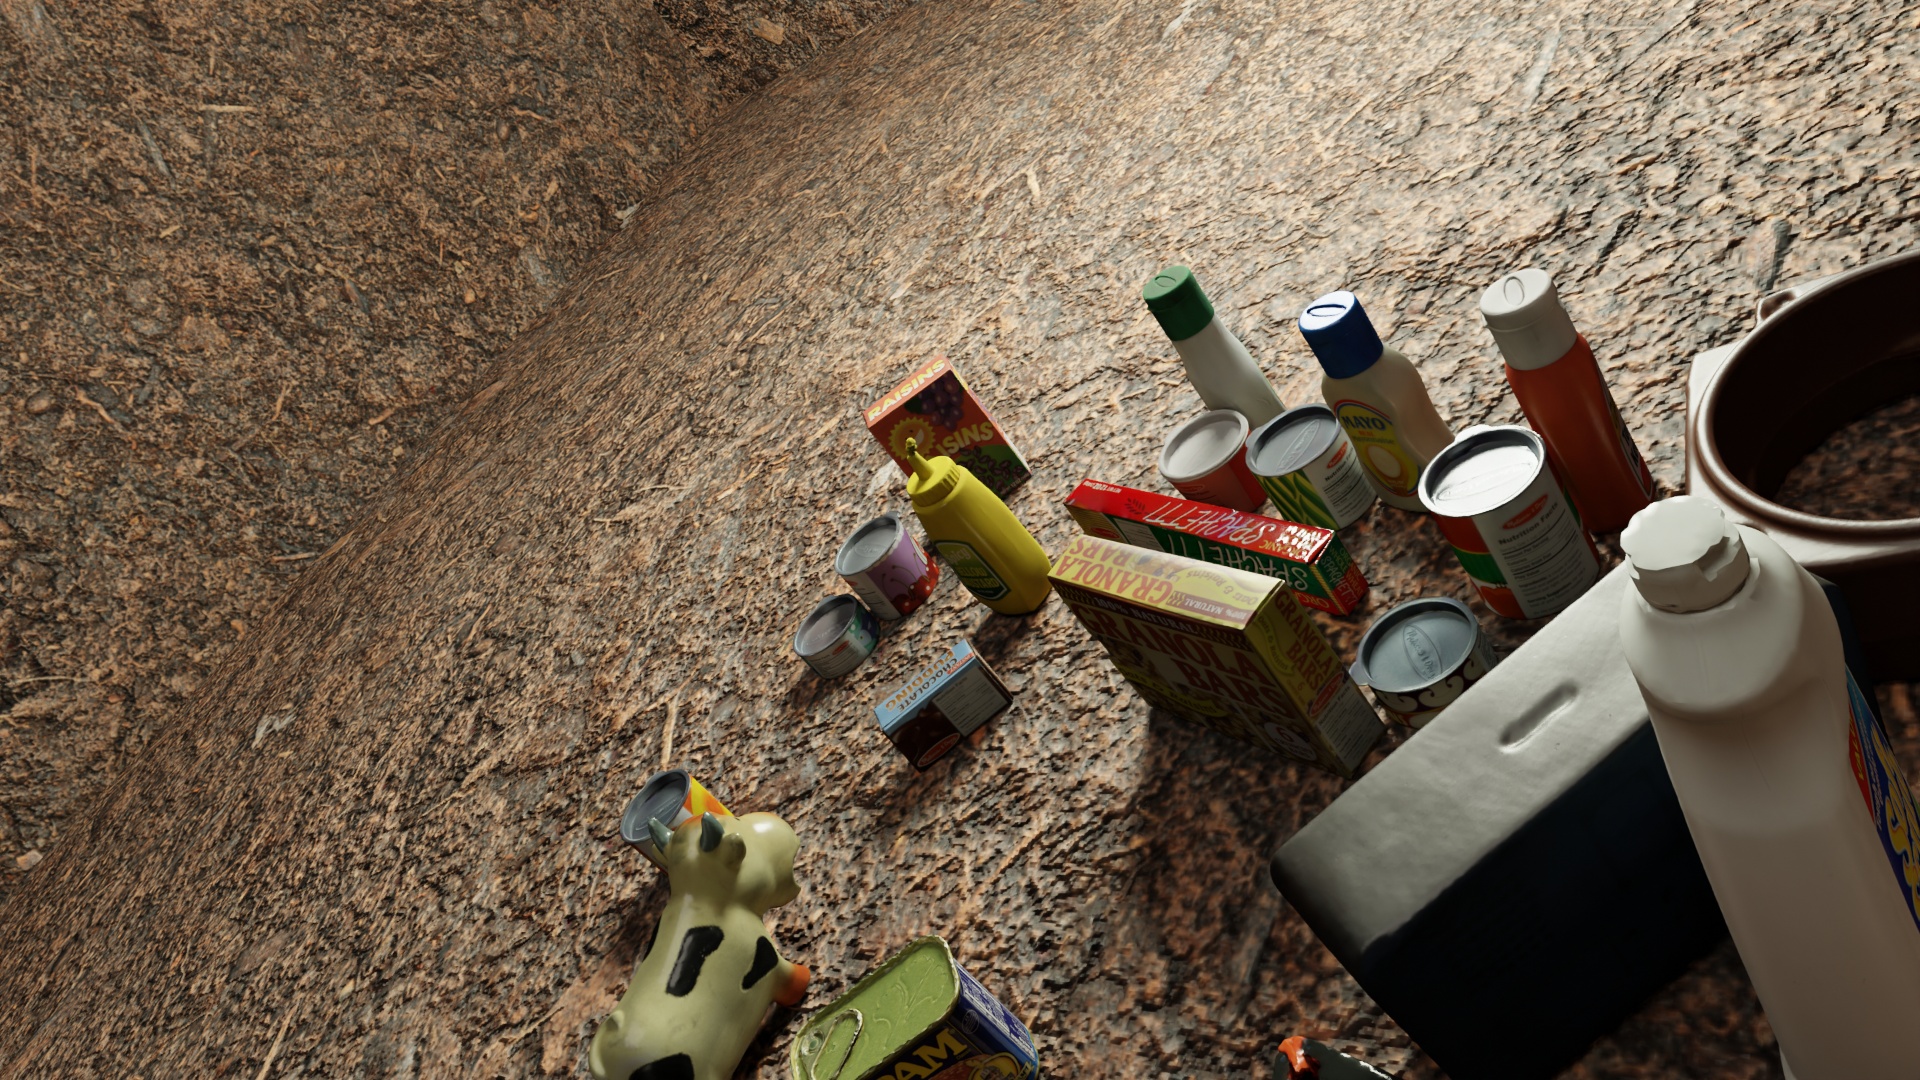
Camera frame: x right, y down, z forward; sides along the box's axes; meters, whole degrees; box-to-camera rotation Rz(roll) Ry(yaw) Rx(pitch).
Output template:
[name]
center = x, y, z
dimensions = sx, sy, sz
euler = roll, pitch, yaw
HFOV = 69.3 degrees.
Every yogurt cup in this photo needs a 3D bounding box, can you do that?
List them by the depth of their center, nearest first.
[yogurt cup]
center = 0.178, -0.048, 0.956
dimensions = 0.072, 0.054, 0.073
euler = -29, 30, 19

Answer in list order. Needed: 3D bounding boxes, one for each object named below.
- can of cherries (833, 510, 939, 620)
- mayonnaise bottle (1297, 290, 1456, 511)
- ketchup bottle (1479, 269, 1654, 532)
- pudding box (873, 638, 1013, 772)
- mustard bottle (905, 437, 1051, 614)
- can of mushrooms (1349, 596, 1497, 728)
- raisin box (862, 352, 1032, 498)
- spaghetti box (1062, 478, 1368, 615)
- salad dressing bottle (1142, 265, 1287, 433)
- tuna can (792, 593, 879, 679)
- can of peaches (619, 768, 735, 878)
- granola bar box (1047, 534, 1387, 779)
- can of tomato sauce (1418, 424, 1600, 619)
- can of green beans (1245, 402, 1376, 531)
[can of cherries]
center = -0.058, 0.020, 1.130
dimensions = 0.071, 0.058, 0.072
euler = -29, 30, 19
[mayonnaise bottle]
center = 0.248, -0.080, 0.821
dimensions = 0.041, 0.147, 0.065
euler = -50, 30, -18
[ketchup bottle]
center = 0.318, -0.074, 0.730
dimensions = 0.043, 0.148, 0.065
euler = -24, 32, 27
[pudding box]
center = -0.012, 0.113, 0.953
dimensions = 0.084, 0.049, 0.030
euler = -39, 28, 1
[mustard bottle]
center = 0.004, -0.013, 0.998
dimensions = 0.065, 0.160, 0.049
euler = -3, 45, 48
[can of mushrooms]
center = 0.245, 0.066, 0.736
dimensions = 0.071, 0.033, 0.071
euler = -29, 30, 19
[raisin box]
center = -0.010, -0.081, 1.151
dimensions = 0.086, 0.123, 0.040
euler = -36, 28, 8
[spaghetti box]
center = 0.159, 0.000, 0.913
dimensions = 0.029, 0.050, 0.250
euler = -48, 30, -15
[salad dressing bottle]
center = 0.178, -0.124, 0.966
dimensions = 0.044, 0.147, 0.064
euler = -41, 28, -2
[tuna can]
center = -0.100, 0.077, 1.127
dimensions = 0.071, 0.032, 0.071
euler = -29, 30, 19
[can of peaches]
center = -0.209, 0.212, 1.034
dimensions = 0.071, 0.058, 0.071
euler = -29, 30, 19
[granola bar box]
center = 0.138, 0.061, 0.773
dimensions = 0.039, 0.124, 0.165
euler = -49, 30, -17
[can of tomato sauce]
center = 0.291, -0.010, 0.738
dimensions = 0.071, 0.083, 0.071
euler = -29, 30, 19
[can of green beans]
center = 0.226, -0.045, 0.891
dimensions = 0.071, 0.057, 0.071
euler = -29, 30, 19
